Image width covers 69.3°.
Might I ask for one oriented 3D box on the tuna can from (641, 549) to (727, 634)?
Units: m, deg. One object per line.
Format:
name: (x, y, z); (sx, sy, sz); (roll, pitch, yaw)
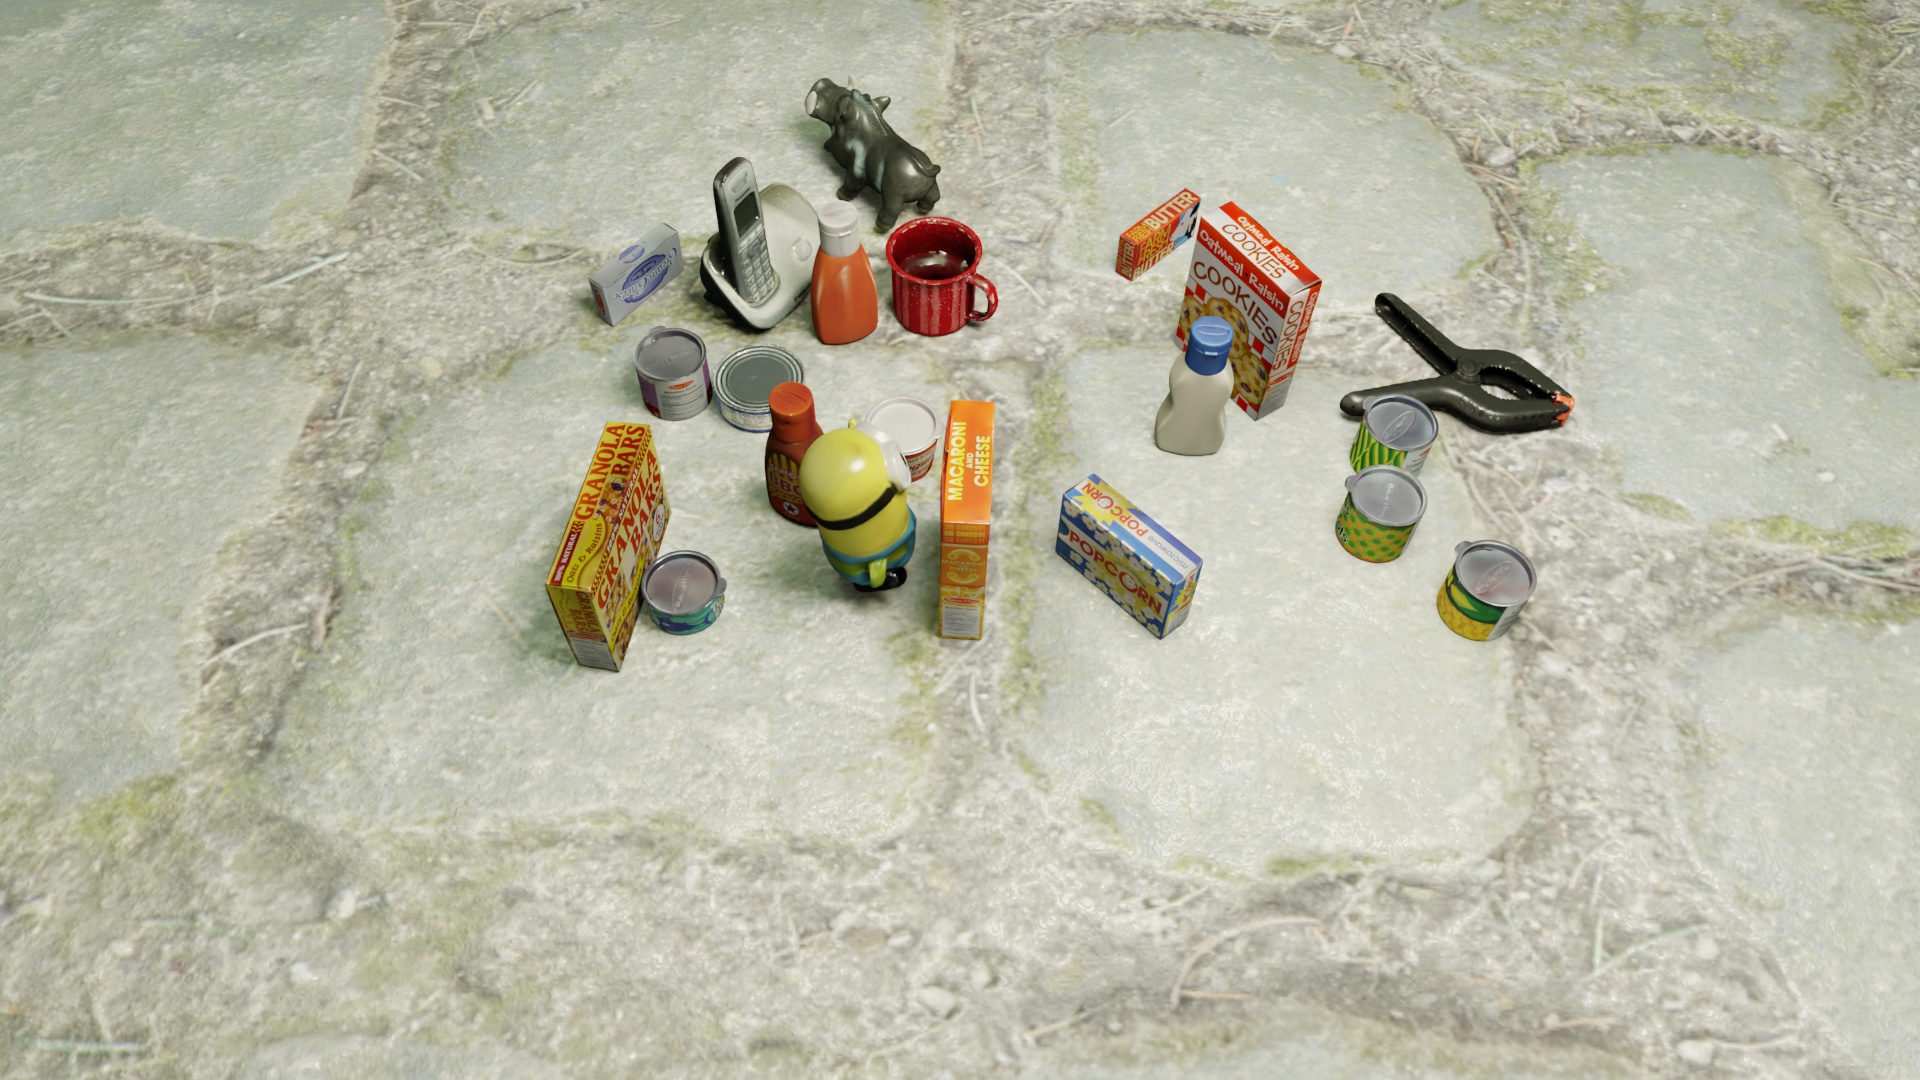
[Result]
tuna can: (-0.229, 0.044, 1.164); (0.071, 0.032, 0.071); (1, 54, -1)

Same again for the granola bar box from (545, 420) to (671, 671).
granola bar box: (-0.284, 0.004, 1.135); (0.039, 0.123, 0.166); (7, 55, 4)

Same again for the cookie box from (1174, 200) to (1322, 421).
cookie box: (0.261, -0.209, 1.275); (0.040, 0.166, 0.123); (-28, 60, -20)

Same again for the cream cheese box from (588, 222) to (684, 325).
cream cheese box: (-0.318, -0.263, 1.369); (0.024, 0.053, 0.104); (32, 60, 19)

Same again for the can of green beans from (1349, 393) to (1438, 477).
can of green beans: (0.392, -0.089, 1.260); (0.071, 0.057, 0.071); (1, 54, -1)

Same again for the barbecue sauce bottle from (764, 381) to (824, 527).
barbecue sauce bottle: (-0.138, -0.073, 1.179); (0.065, 0.147, 0.044); (23, 57, 15)

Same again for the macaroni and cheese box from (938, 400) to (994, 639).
macaroni and cheese box: (0.004, -0.014, 1.129); (0.040, 0.165, 0.124); (3, 54, 1)

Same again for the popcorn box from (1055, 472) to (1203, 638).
popcorn box: (0.139, 0.013, 1.163); (0.038, 0.084, 0.127); (-37, 63, -24)

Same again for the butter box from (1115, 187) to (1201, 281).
butter box: (0.202, -0.312, 1.418); (0.104, 0.052, 0.024); (-38, 64, -25)

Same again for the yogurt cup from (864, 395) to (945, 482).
yogurt cup: (-0.052, -0.089, 1.250); (0.072, 0.053, 0.073); (1, 54, -1)

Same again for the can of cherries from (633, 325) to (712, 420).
can of cherries: (-0.267, -0.156, 1.291); (0.071, 0.058, 0.072); (1, 54, -1)

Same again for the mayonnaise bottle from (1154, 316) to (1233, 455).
mayonnaise bottle: (0.212, -0.135, 1.233); (0.065, 0.147, 0.041); (5, 55, 2)

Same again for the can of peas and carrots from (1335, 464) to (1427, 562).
can of peas and carrots: (0.363, -0.023, 1.211); (0.071, 0.058, 0.071); (1, 54, -1)

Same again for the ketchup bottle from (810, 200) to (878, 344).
ketchup bottle: (-0.111, -0.251, 1.308); (0.065, 0.148, 0.044); (-19, 57, -14)

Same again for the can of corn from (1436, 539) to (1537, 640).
can of corn: (0.438, 0.041, 1.167); (0.071, 0.058, 0.071); (1, 54, -1)
